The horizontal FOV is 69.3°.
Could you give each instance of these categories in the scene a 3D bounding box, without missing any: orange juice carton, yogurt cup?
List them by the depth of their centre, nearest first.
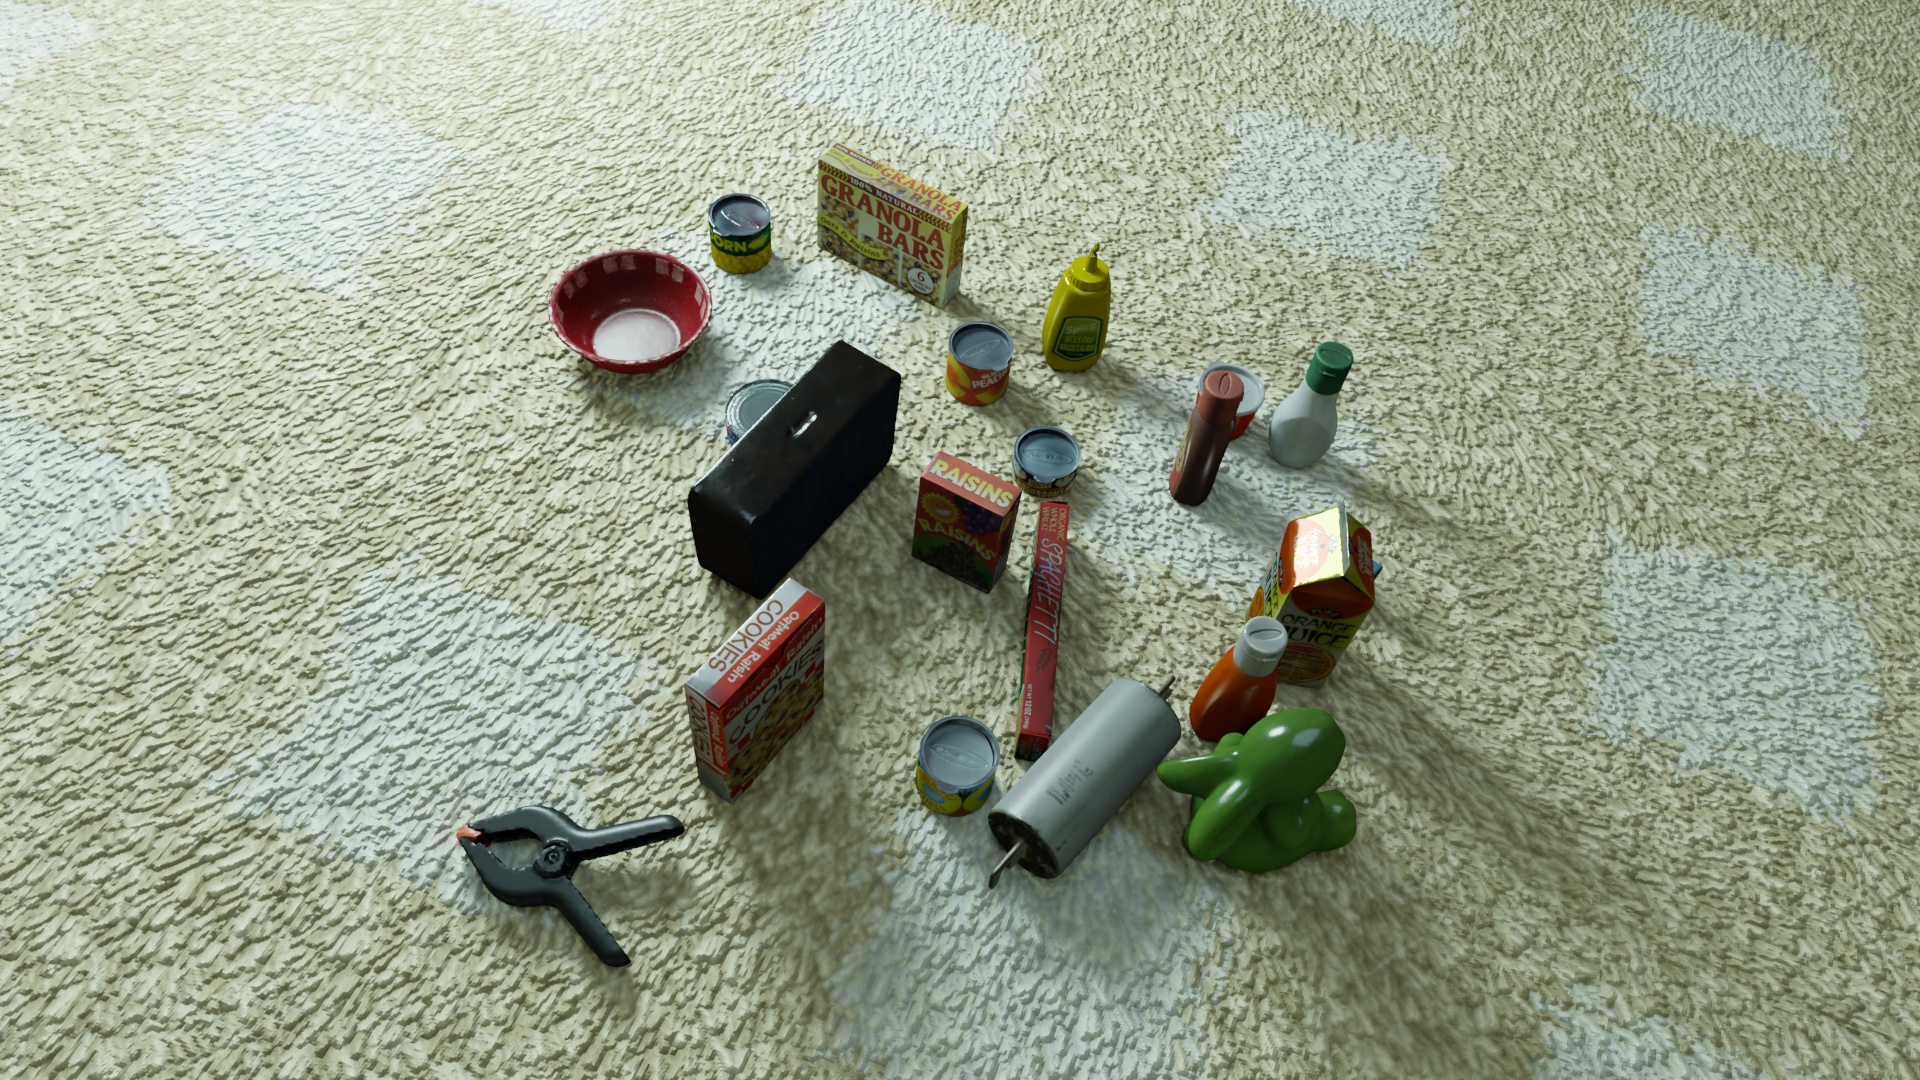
[{"bbox_3d":[0.304,0.047,1.198,0.073,0.191,0.072,9,54,0],"label":"orange juice carton"},{"bbox_3d":[0.270,-0.138,1.412,0.072,0.053,0.073,3,54,-4],"label":"yogurt cup"}]

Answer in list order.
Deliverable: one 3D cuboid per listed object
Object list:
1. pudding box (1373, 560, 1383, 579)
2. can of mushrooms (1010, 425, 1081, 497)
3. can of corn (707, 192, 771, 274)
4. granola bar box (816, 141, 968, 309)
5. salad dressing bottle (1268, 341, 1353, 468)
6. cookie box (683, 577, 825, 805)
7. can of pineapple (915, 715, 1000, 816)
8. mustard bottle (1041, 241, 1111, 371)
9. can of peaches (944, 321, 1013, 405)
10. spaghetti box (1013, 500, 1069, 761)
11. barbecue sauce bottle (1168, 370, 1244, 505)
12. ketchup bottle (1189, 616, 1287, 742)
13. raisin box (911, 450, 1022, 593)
[{"bbox_3d":[0.349,0.022,1.309,0.084,0.049,0.030,37,59,19],"label":"pudding box"},{"bbox_3d":[0.083,-0.075,1.359,0.071,0.033,0.071,3,54,-4],"label":"can of mushrooms"},{"bbox_3d":[-0.237,-0.327,1.488,0.071,0.058,0.071,3,54,-4],"label":"can of corn"},{"bbox_3d":[-0.073,-0.333,1.471,0.166,0.123,0.039,29,57,14],"label":"granola bar box"},{"bbox_3d":[0.345,-0.132,1.358,0.064,0.146,0.044,17,55,6],"label":"salad dressing bottle"},{"bbox_3d":[-0.159,0.123,1.108,0.040,0.166,0.123,32,58,16],"label":"cookie box"},{"bbox_3d":[-0.004,0.188,1.146,0.071,0.057,0.071,3,54,-4],"label":"can of pineapple"},{"bbox_3d":[0.121,-0.238,1.402,0.065,0.159,0.049,0,55,-6],"label":"mustard bottle"},{"bbox_3d":[0.020,-0.178,1.410,0.071,0.057,0.071,3,54,-4],"label":"can of peaches"},{"bbox_3d":[0.073,0.075,1.240,0.029,0.050,0.251,8,54,-1],"label":"spaghetti box"},{"bbox_3d":[0.235,-0.100,1.323,0.044,0.147,0.065,16,55,5],"label":"barbecue sauce bottle"},{"bbox_3d":[0.238,0.118,1.167,0.065,0.148,0.044,-5,56,-10],"label":"ketchup bottle"},{"bbox_3d":[0.004,-0.016,1.252,0.086,0.122,0.040,27,56,12],"label":"raisin box"}]
